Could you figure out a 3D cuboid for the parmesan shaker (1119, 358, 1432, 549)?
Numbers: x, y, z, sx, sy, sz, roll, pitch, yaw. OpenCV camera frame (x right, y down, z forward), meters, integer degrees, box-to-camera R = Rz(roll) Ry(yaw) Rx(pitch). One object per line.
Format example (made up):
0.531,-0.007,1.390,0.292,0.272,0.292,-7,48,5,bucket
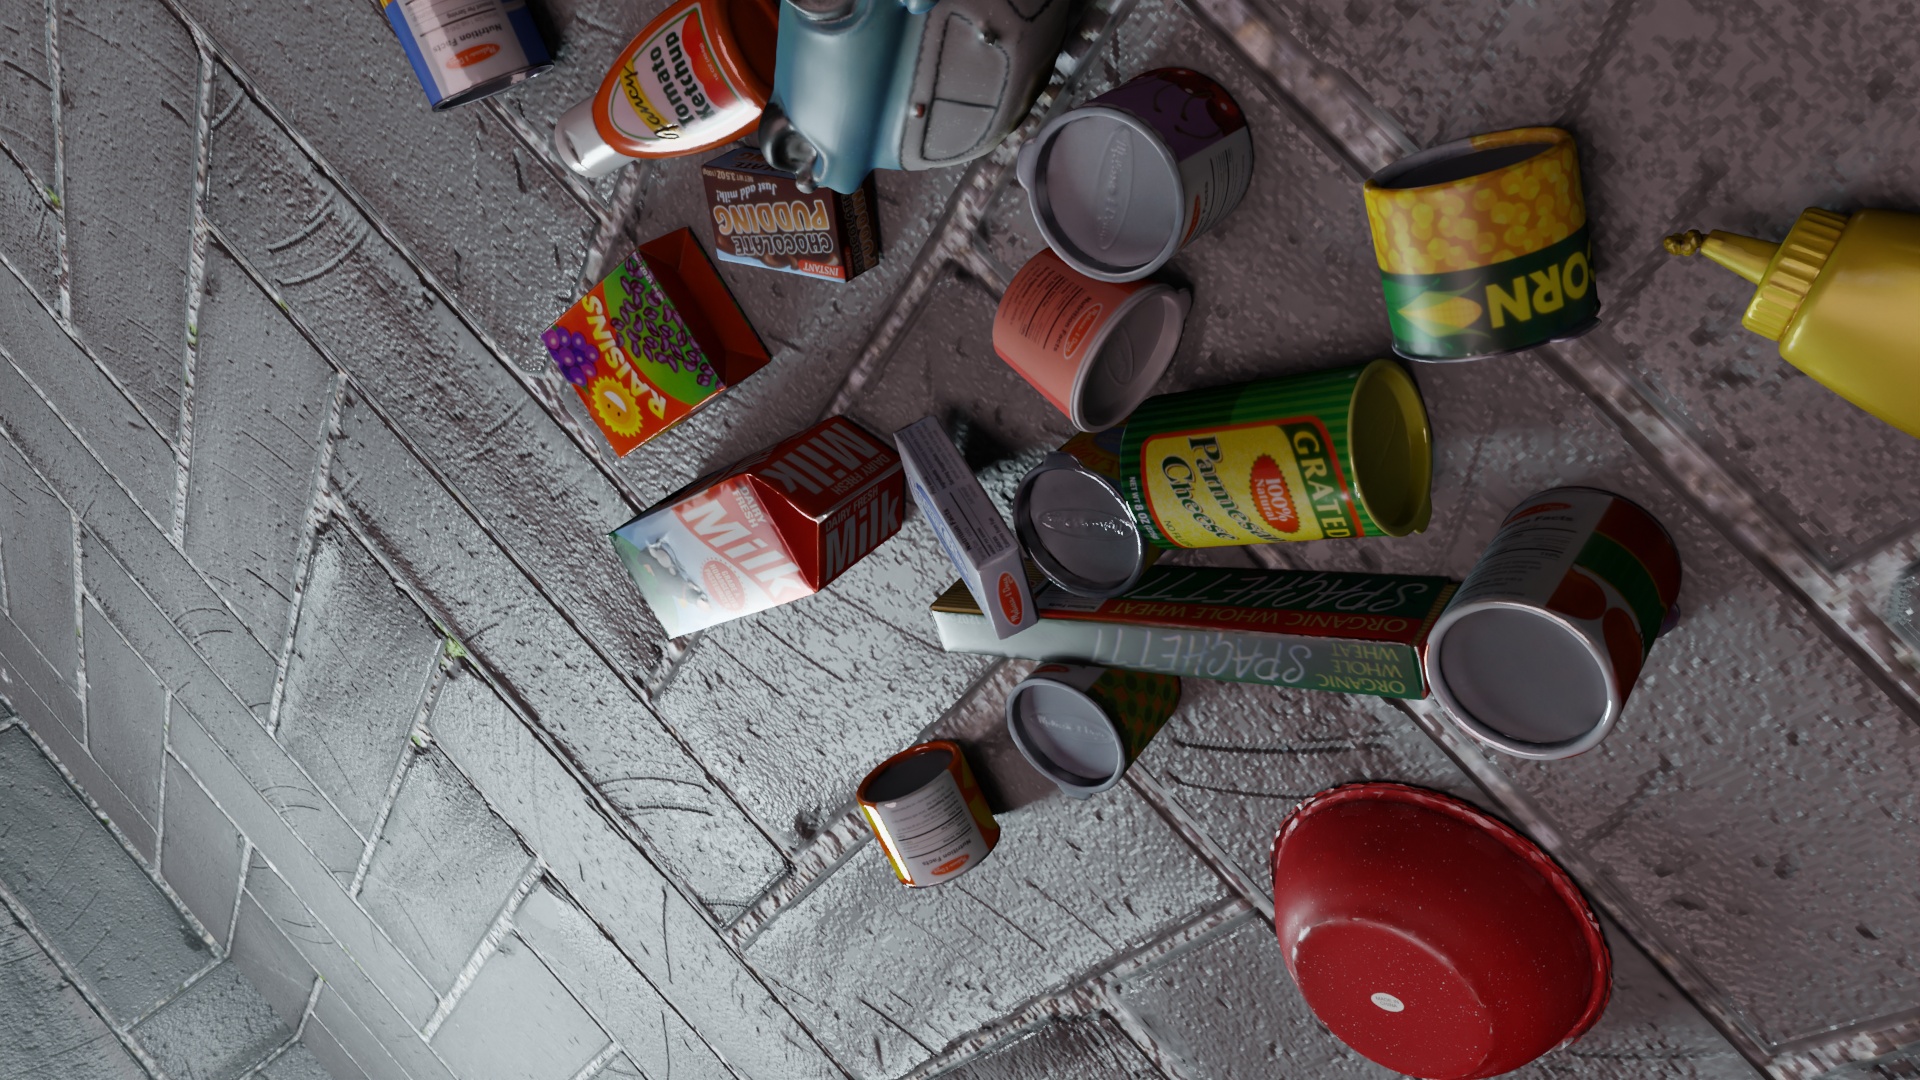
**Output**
0.123,-0.029,0.546,0.103,0.072,0.071,-5,114,43,parmesan shaker

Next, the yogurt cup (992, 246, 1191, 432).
0.050,-0.086,0.571,0.054,0.073,0.072,37,137,26,yogurt cup

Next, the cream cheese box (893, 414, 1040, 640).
0.002,-0.008,0.649,0.104,0.024,0.053,58,170,41,cream cheese box

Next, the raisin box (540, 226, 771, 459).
-0.170,-0.105,0.763,0.123,0.040,0.086,-22,104,47,raisin box

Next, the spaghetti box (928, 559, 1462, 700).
0.096,0.036,0.626,0.250,0.050,0.028,2,121,39,spaghetti box

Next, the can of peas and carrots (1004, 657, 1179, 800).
0.066,0.081,0.677,0.071,0.059,0.070,22,132,28,can of peas and carrots

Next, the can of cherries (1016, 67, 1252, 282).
0.066,-0.140,0.523,0.071,0.059,0.071,23,132,28,can of cherries

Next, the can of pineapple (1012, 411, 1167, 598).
0.066,-0.018,0.608,0.071,0.058,0.070,21,130,28,can of pineapple

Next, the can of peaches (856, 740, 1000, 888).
-0.019,0.155,0.798,0.071,0.071,0.058,-10,112,44,can of peaches

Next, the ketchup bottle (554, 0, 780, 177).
-0.139,-0.211,0.660,0.148,0.044,0.064,-9,112,44,ketchup bottle

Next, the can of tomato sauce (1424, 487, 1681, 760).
0.213,0.030,0.497,0.071,0.083,0.070,22,130,28,can of tomato sauce

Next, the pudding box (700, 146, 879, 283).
-0.080,-0.155,0.659,0.084,0.030,0.049,17,129,31,pudding box

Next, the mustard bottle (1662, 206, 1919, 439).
0.284,-0.061,0.398,0.160,0.049,0.065,30,133,23,mustard bottle

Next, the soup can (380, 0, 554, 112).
-0.255,-0.269,0.703,0.071,0.072,0.083,-6,114,43,soup can

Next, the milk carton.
-0.103,-0.009,0.748,0.190,0.073,0.073,-18,105,46,milk carton

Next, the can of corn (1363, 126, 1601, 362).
0.172,-0.097,0.454,0.071,0.071,0.058,0,118,40,can of corn
